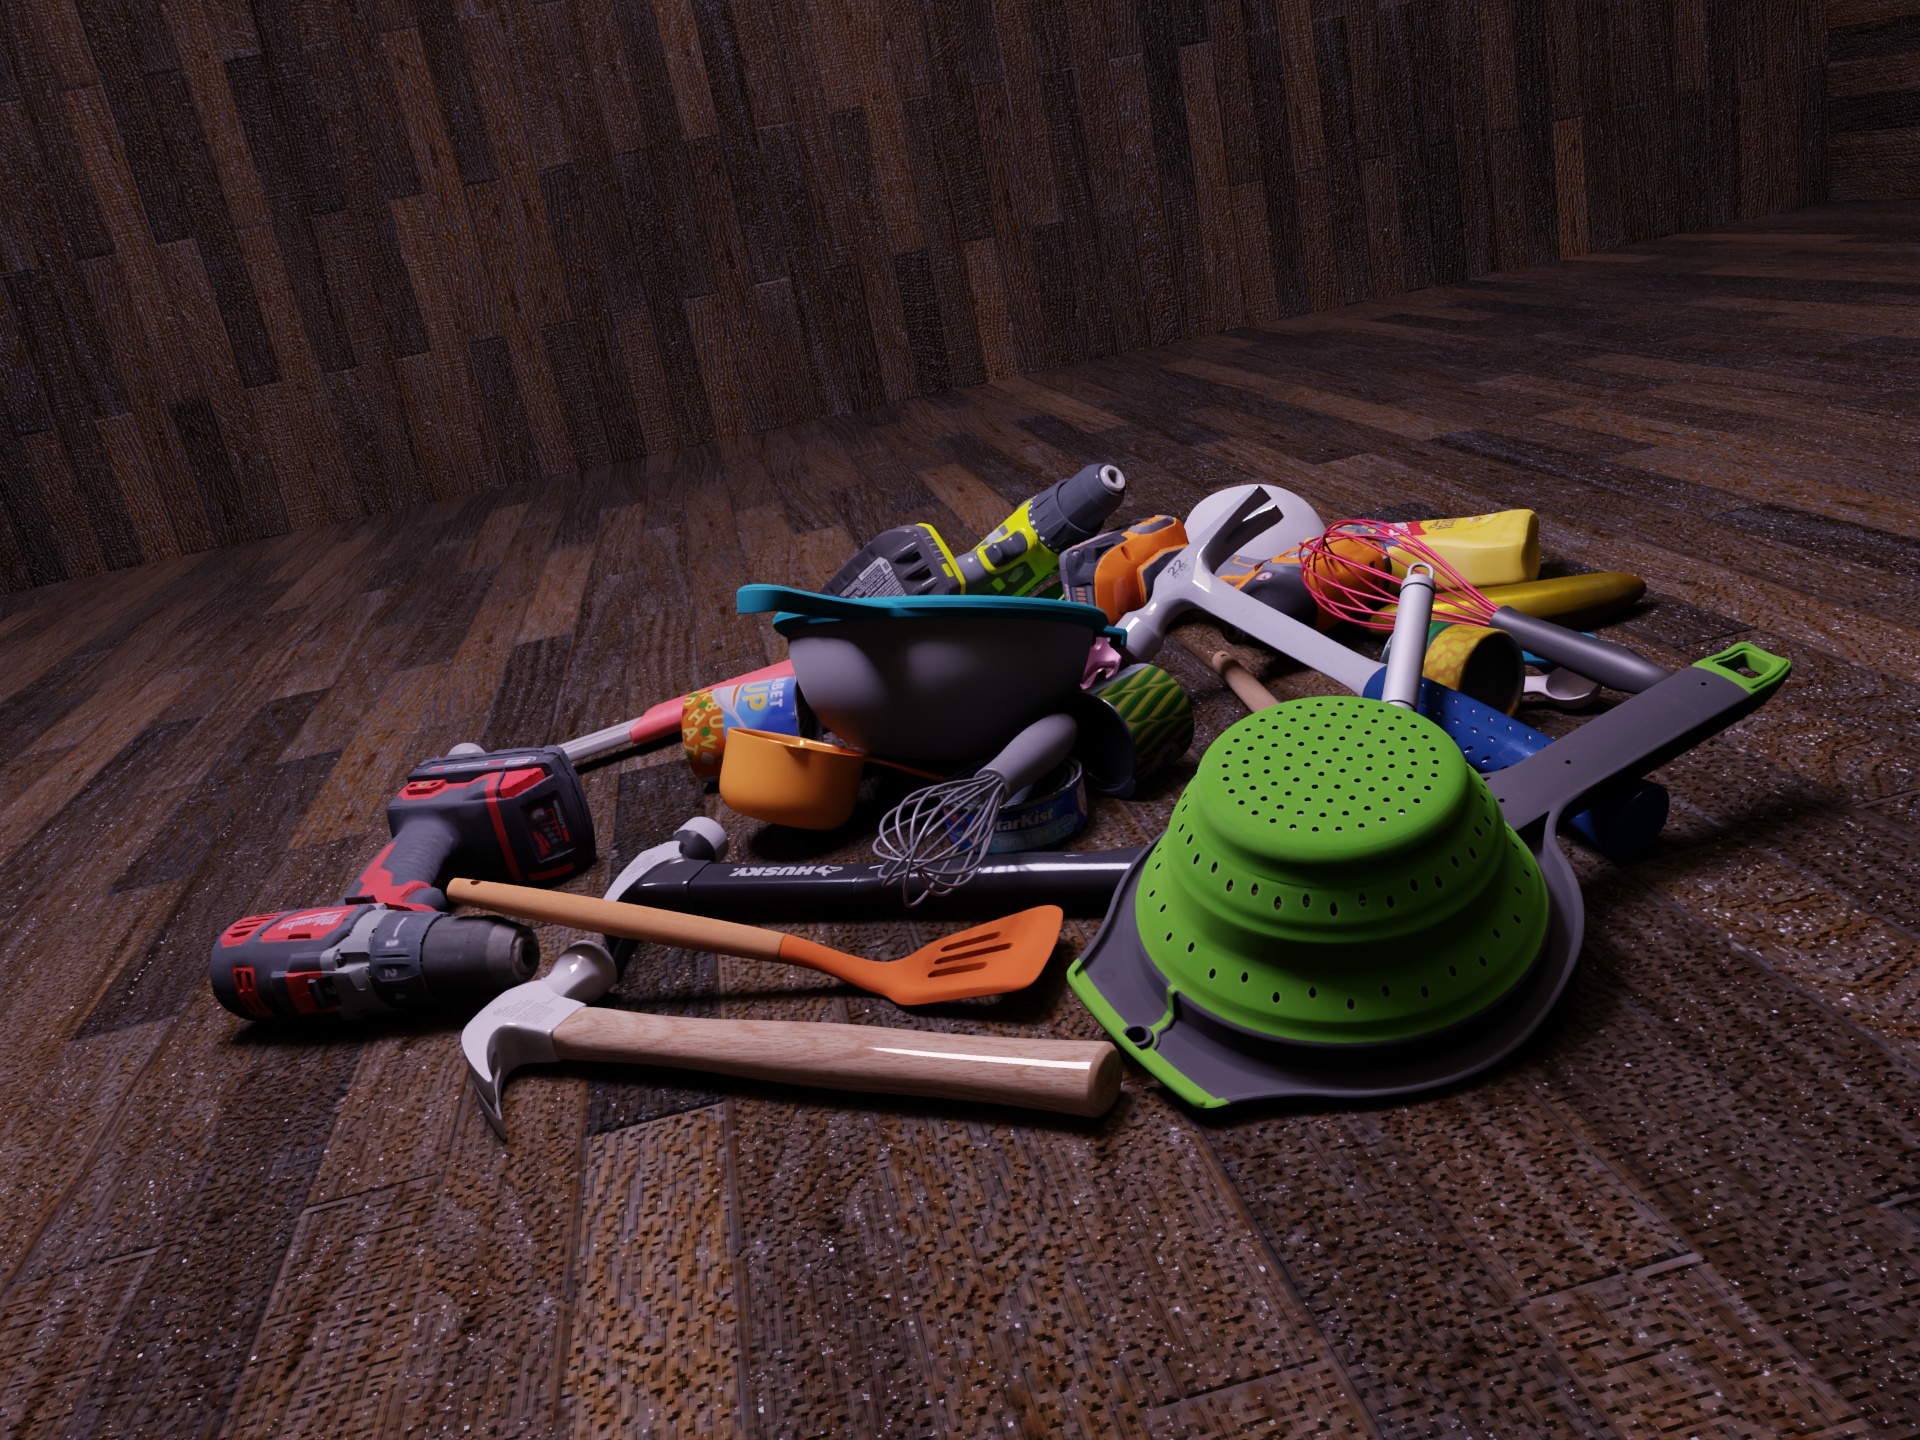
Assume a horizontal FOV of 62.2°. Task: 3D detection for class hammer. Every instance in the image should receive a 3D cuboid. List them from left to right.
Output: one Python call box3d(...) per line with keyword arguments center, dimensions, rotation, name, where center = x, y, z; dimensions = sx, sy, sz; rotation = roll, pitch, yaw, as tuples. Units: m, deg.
box3d(center=(-0.210, -0.005, 1.230), dimensions=(0.359, 0.036, 0.149), rotation=(-20, 21, -24), name="hammer")
box3d(center=(-0.088, 0.150, 0.719), dimensions=(0.331, 0.031, 0.130), rotation=(-1, 21, 27), name="hammer")
box3d(center=(-0.039, 0.090, 0.861), dimensions=(0.335, 0.035, 0.146), rotation=(-4, 20, 21), name="hammer")
box3d(center=(0.239, -0.030, 0.924), dimensions=(0.144, 0.035, 0.406), rotation=(-50, 35, 0), name="hammer")

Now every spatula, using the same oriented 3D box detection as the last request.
box3d(center=(-0.111, 0.103, 0.800), dimensions=(0.322, 0.041, 0.081), rotation=(8, 23, 12), name="spatula")

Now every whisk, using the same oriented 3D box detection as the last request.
box3d(center=(0.018, 0.039, 0.856), dimensions=(0.055, 0.055, 0.239), rotation=(-2, 16, 25), name="whisk")
box3d(center=(0.322, -0.067, 0.995), dimensions=(0.073, 0.073, 0.296), rotation=(-21, 32, -27), name="whisk")

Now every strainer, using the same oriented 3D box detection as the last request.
box3d(center=(-0.037, -0.022, 0.944), dimensions=(0.211, 0.095, 0.340), rotation=(-1, -1, 23), name="strainer")
box3d(center=(0.253, -0.187, 1.434), dimensions=(0.151, 0.069, 0.256), rotation=(-10, 20, 4), name="strainer")
box3d(center=(0.229, 0.006, 0.831), dimensions=(0.087, 0.050, 0.259), rotation=(4, 49, 21), name="strainer")

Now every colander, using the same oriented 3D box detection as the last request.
box3d(center=(0.228, 0.022, 0.706), dimensions=(0.397, 0.094, 0.205), rotation=(-26, 37, -20), name="colander")

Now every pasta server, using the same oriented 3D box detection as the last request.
box3d(center=(-0.002, -0.004, 1.104), dimensions=(0.316, 0.040, 0.060), rotation=(-21, 32, -23), name="pasta server")

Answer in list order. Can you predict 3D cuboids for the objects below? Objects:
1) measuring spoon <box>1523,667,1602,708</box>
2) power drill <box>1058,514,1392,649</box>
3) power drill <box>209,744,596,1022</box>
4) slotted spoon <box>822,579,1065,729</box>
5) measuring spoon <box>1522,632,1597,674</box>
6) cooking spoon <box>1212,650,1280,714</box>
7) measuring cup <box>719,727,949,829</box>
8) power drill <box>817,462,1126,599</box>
box3d(center=(0.334, -0.014, 0.983), dimensions=(0.124, 0.018, 0.034), rotation=(-6, 37, 35), name="measuring spoon")
box3d(center=(0.184, -0.098, 1.194), dimensions=(0.227, 0.084, 0.164), rotation=(9, 27, 45), name="power drill")
box3d(center=(-0.296, 0.097, 0.929), dimensions=(0.188, 0.080, 0.227), rotation=(-5, 22, 17), name="power drill")
box3d(center=(-0.023, -0.044, 1.249), dimensions=(0.314, 0.031, 0.070), rotation=(-28, 7, -34), name="slotted spoon")
box3d(center=(0.342, -0.027, 1.015), dimensions=(0.128, 0.021, 0.042), rotation=(-16, 19, 16), name="measuring spoon")
box3d(center=(0.202, 0.006, 0.986), dimensions=(0.068, 0.017, 0.319), rotation=(-10, 19, -3), name="cooking spoon")
box3d(center=(-0.065, 0.047, 0.991), dimensions=(0.173, 0.052, 0.095), rotation=(13, 1, -5), name="measuring cup")
box3d(center=(0.015, -0.126, 1.261), dimensions=(0.228, 0.080, 0.190), rotation=(-25, -8, -43), name="power drill")
